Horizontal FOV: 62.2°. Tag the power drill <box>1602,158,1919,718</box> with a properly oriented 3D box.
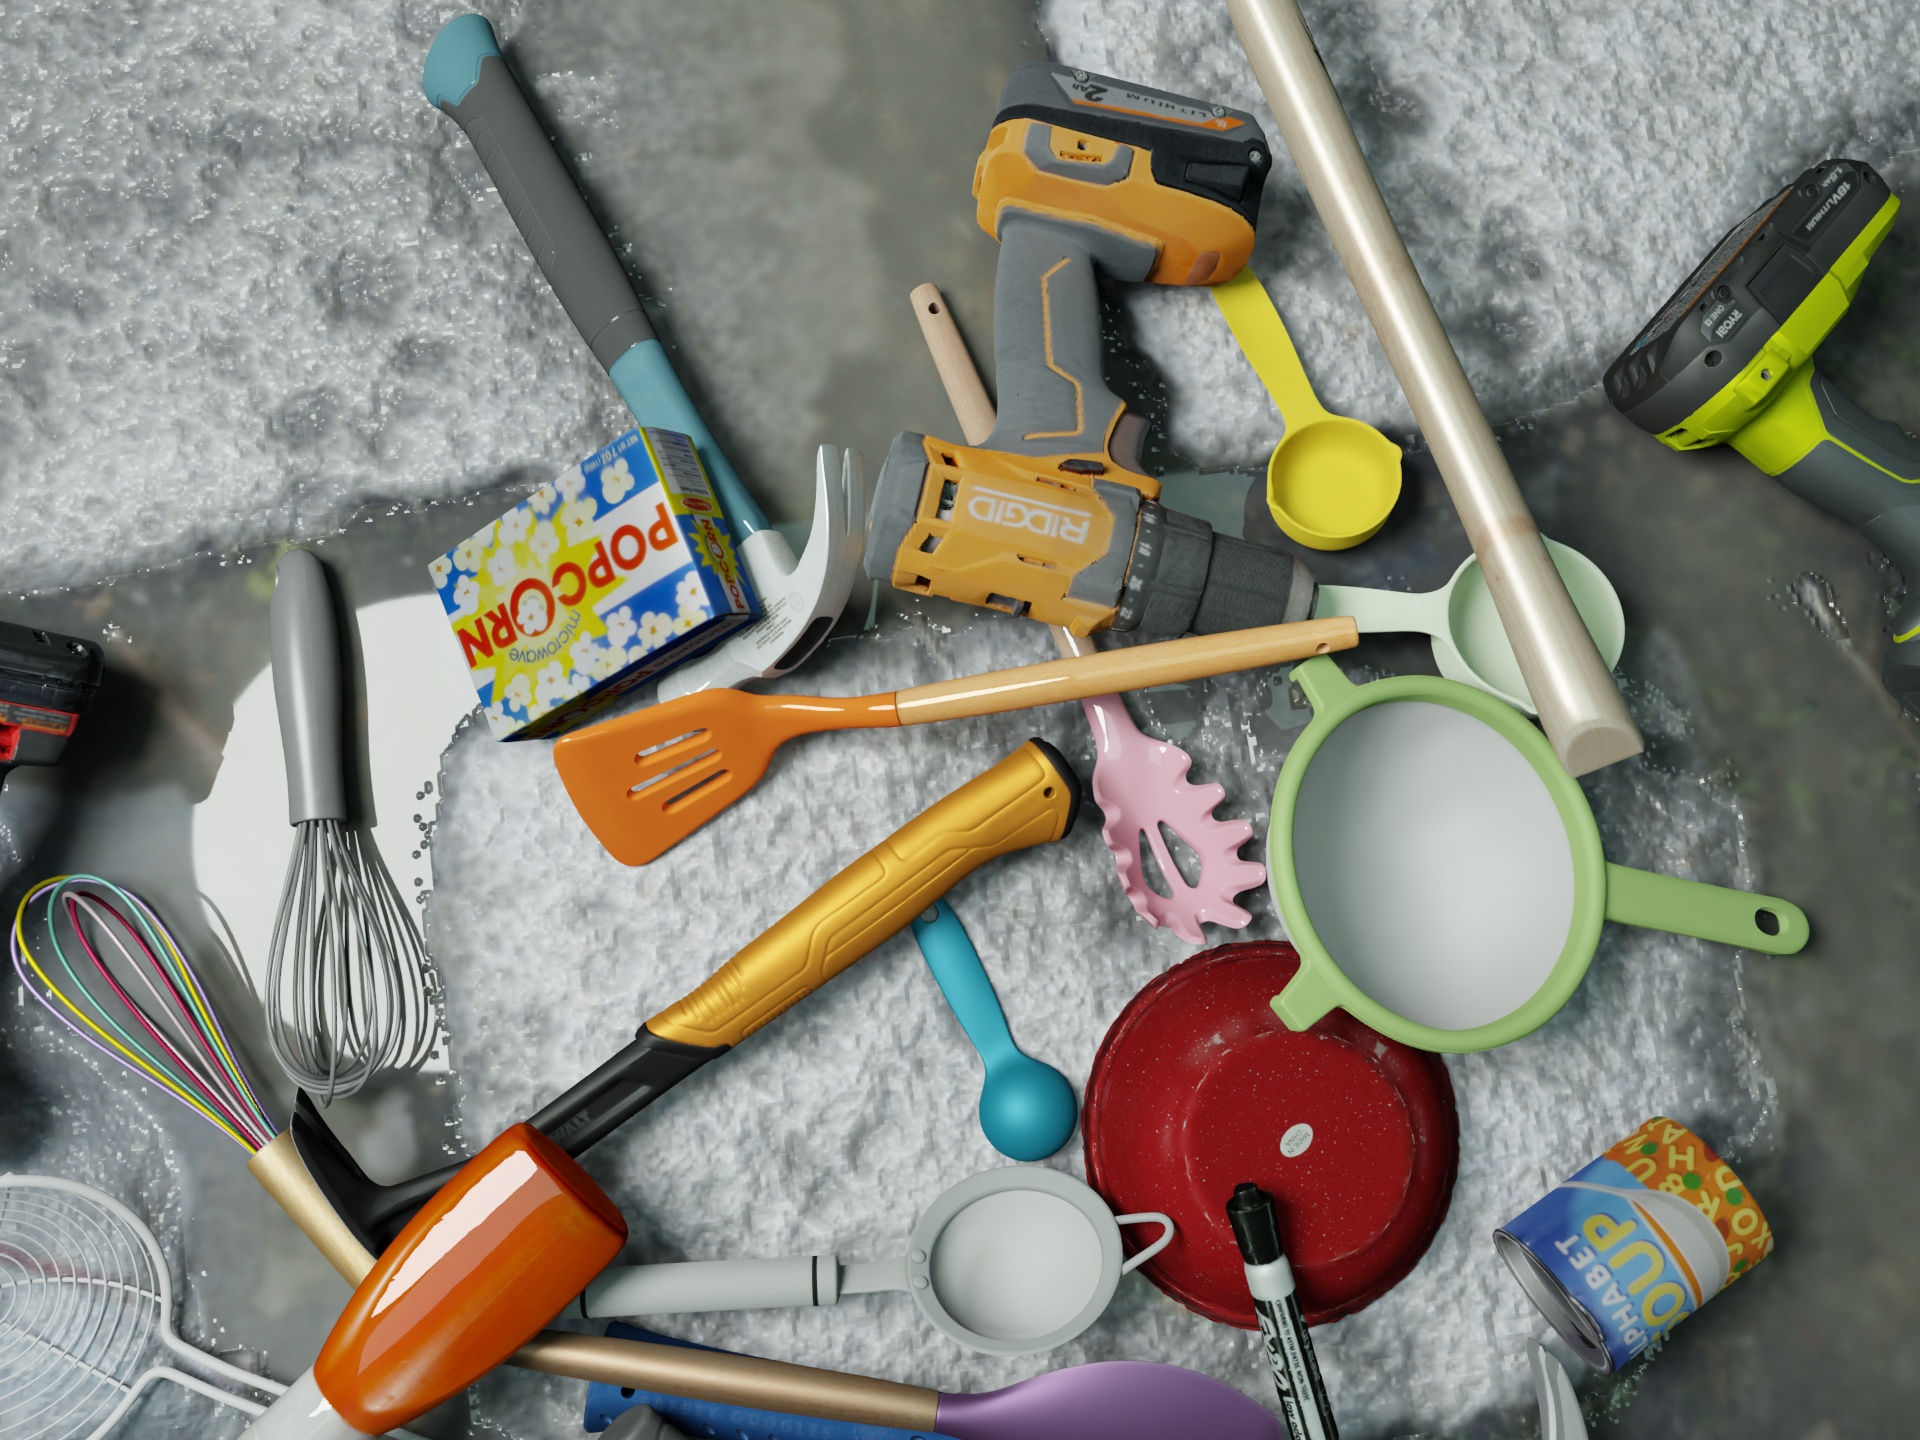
[{"bbox_3d":[0.413,-0.126,0.689,0.223,0.080,0.171,42,84,1],"label":"power drill"}]

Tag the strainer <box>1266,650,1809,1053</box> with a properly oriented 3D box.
[{"bbox_3d":[0.232,0.071,0.669,0.256,0.069,0.152,12,72,-16],"label":"strainer"}]

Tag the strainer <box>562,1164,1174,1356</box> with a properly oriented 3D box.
[{"bbox_3d":[-0.045,0.222,0.631,0.258,0.087,0.050,-2,126,-2],"label":"strainer"}]

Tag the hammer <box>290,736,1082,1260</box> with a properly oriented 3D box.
[{"bbox_3d":[-0.096,0.108,0.644,0.337,0.034,0.127,-35,110,-7],"label":"hammer"}]

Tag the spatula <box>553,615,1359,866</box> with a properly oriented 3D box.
[{"bbox_3d":[-0.001,-0.002,0.645,0.322,0.080,0.041,-10,44,10],"label":"spatula"}]

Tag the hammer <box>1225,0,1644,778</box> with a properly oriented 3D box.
[{"bbox_3d":[0.184,-0.172,0.662,0.038,0.146,0.411,-25,85,24],"label":"hammer"}]

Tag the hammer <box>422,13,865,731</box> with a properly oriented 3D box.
[{"bbox_3d":[-0.149,-0.167,0.690,0.128,0.033,0.331,-35,78,23],"label":"hammer"}]

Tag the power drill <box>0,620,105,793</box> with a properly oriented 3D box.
[{"bbox_3d":[-0.431,0.062,0.632,0.143,0.078,0.220,9,85,32],"label":"power drill"}]

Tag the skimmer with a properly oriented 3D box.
[{"bbox_3d":[-0.250,0.280,0.608,0.363,0.090,0.127,19,81,2],"label":"skimmer"}]

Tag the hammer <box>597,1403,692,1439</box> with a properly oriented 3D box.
[{"bbox_3d":[0.012,0.338,0.604,0.335,0.035,0.146,19,106,2],"label":"hammer"}]

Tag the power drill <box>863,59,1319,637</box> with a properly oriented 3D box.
[{"bbox_3d":[0.072,-0.143,0.667,0.185,0.084,0.226,14,78,-2],"label":"power drill"}]

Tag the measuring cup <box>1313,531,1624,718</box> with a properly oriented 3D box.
[{"bbox_3d":[0.197,-0.040,0.689,0.167,0.038,0.083,3,74,3],"label":"measuring cup"}]

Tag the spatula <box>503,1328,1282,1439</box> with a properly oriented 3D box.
[{"bbox_3d":[-0.034,0.260,0.613,0.316,0.018,0.060,8,95,2],"label":"spatula"}]

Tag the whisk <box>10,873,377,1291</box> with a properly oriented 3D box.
[{"bbox_3d":[-0.295,0.156,0.653,0.051,0.047,0.245,-42,89,6],"label":"whisk"}]

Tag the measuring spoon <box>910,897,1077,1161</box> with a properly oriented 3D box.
[{"bbox_3d":[0.009,0.125,0.670,0.042,0.021,0.129,-27,82,-4],"label":"measuring spoon"}]

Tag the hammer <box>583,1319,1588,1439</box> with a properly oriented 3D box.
[{"bbox_3d":[0.054,0.293,0.638,0.405,0.035,0.144,10,85,1],"label":"hammer"}]

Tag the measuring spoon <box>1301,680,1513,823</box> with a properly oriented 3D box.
[{"bbox_3d":[0.193,0.012,0.694,0.117,0.011,0.021,-28,83,-6],"label":"measuring spoon"}]

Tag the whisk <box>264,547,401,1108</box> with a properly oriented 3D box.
[{"bbox_3d":[-0.270,0.041,0.667,0.055,0.055,0.239,-9,78,-2],"label":"whisk"}]

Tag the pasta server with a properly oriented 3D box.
[{"bbox_3d":[0.044,-0.053,0.689,0.060,0.040,0.316,-21,81,-12],"label":"pasta server"}]

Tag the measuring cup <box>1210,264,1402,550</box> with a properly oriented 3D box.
[{"bbox_3d":[0.146,-0.145,0.716,0.062,0.029,0.157,-22,71,1],"label":"measuring cup"}]
